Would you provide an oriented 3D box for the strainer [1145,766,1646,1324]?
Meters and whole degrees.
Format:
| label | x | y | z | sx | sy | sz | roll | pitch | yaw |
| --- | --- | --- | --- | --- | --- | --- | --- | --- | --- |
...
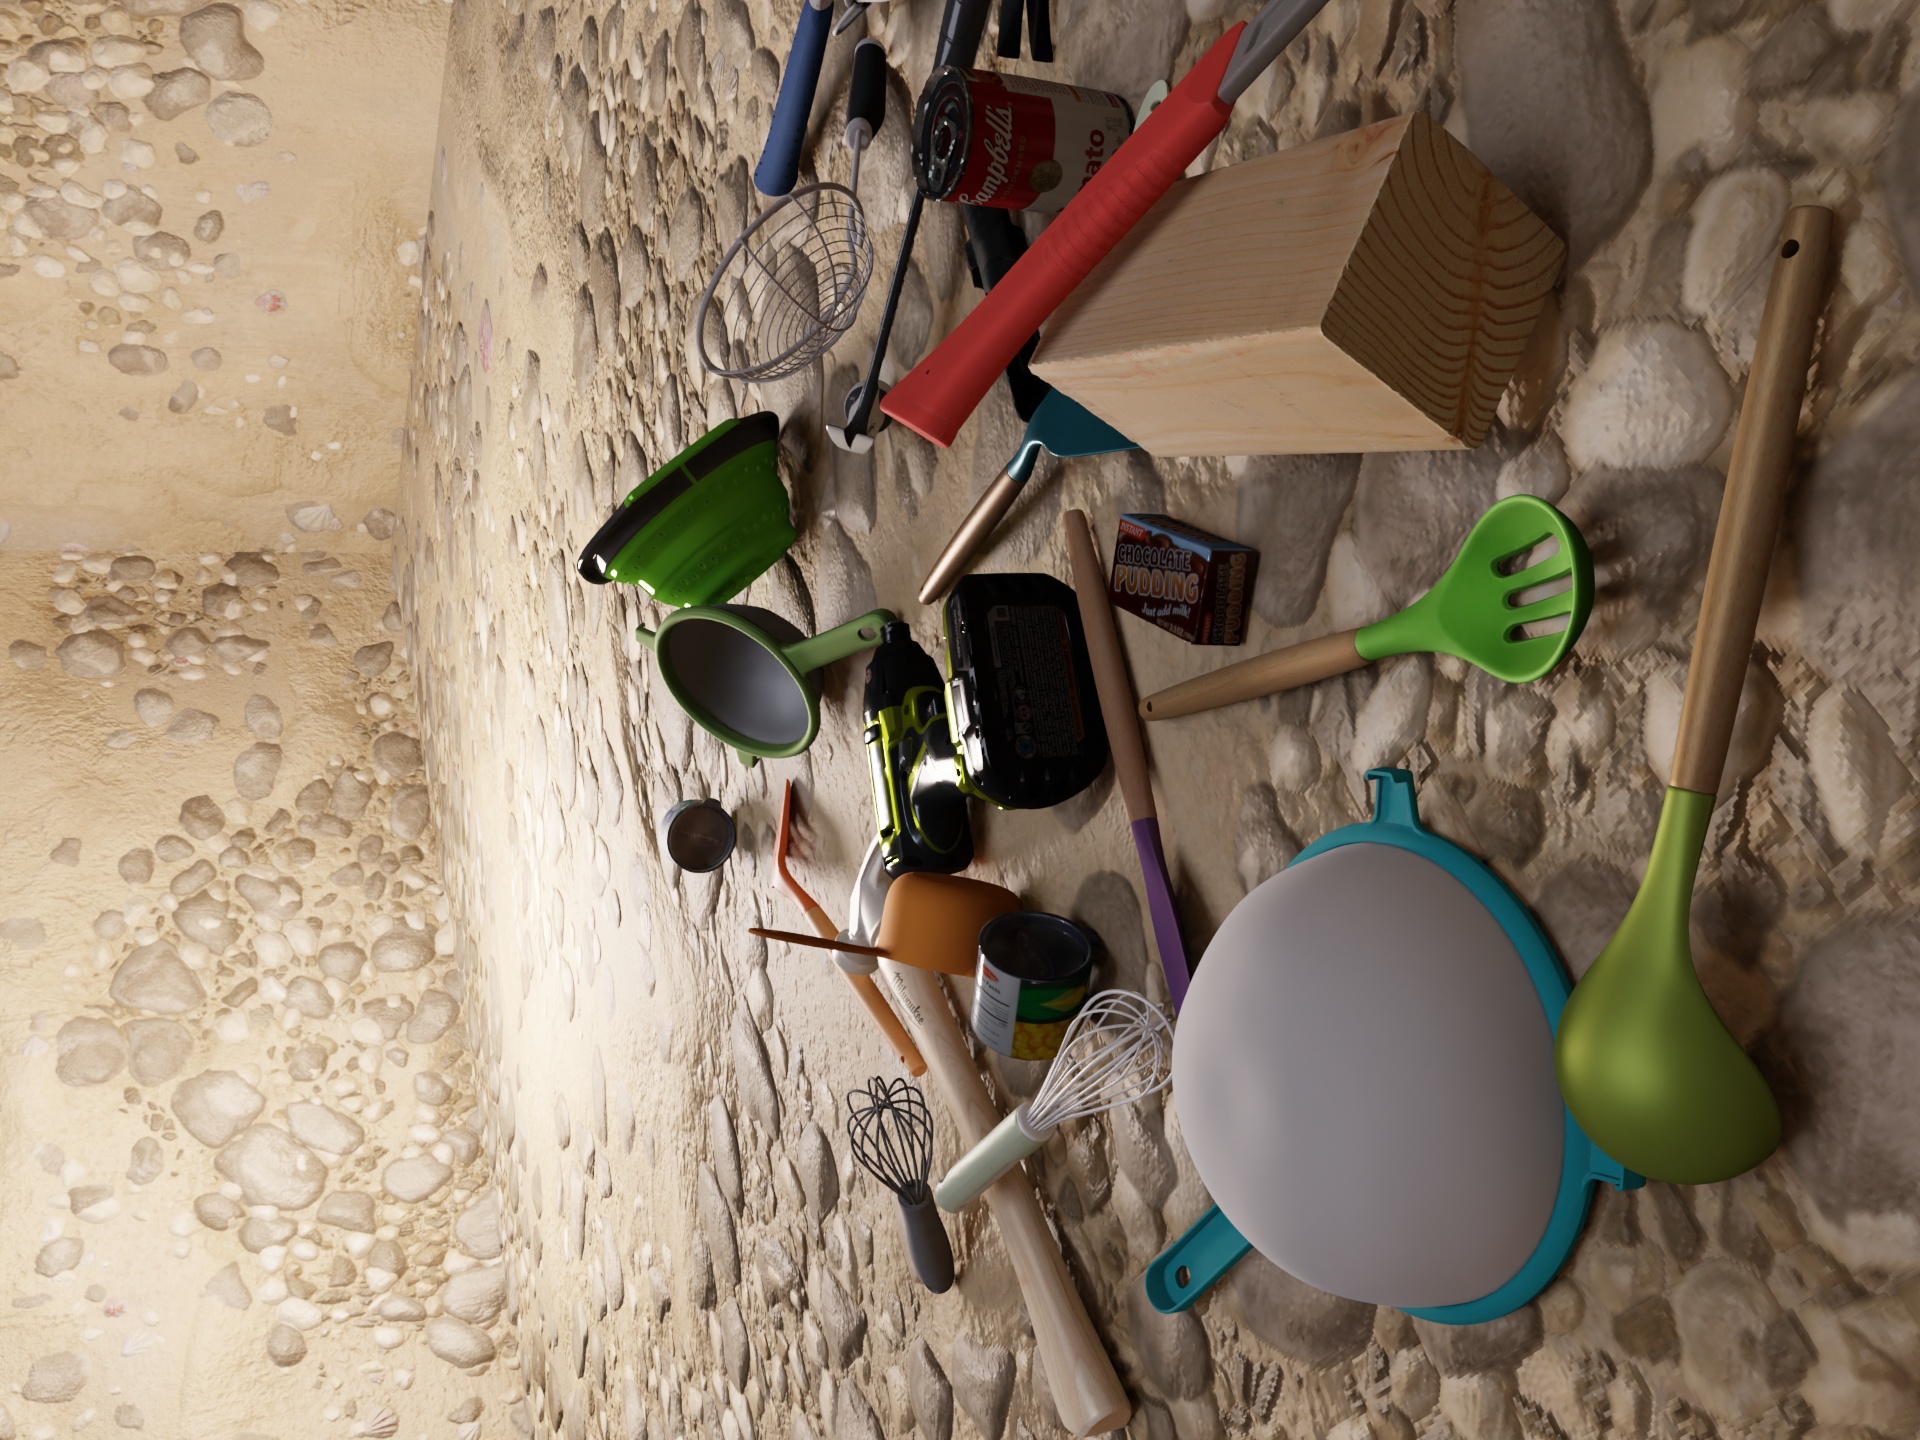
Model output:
| label | x | y | z | sx | sy | sz | roll | pitch | yaw |
| --- | --- | --- | --- | --- | --- | --- | --- | --- | --- |
| strainer | 0.131 | 0.192 | 0.708 | 0.340 | 0.095 | 0.211 | -63 | 39 | 42 |

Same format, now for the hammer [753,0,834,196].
| label | x | y | z | sx | sy | sz | roll | pitch | yaw |
| --- | --- | --- | --- | --- | --- | --- | --- | --- | --- |
| hammer | -0.096 | -0.498 | 1.083 | 0.405 | 0.035 | 0.144 | 127 | 162 | -64 |

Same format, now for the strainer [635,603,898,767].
| label | x | y | z | sx | sy | sz | roll | pitch | yaw |
| --- | --- | --- | --- | --- | --- | --- | --- | --- | --- |
| strainer | -0.127 | -0.058 | 1.226 | 0.256 | 0.069 | 0.151 | -18 | 118 | 43 |

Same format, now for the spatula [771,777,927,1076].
| label | x | y | z | sx | sy | sz | roll | pitch | yaw |
| --- | --- | --- | --- | --- | --- | --- | --- | --- | --- |
| spatula | -0.096 | 0.163 | 1.236 | 0.323 | 0.041 | 0.081 | 48 | 134 | 46 |

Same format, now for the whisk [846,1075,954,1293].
| label | x | y | z | sx | sy | sz | roll | pitch | yaw |
| --- | --- | --- | --- | --- | --- | --- | --- | --- | --- |
| whisk | -0.032 | 0.305 | 1.020 | 0.055 | 0.055 | 0.238 | -124 | 17 | -46 |

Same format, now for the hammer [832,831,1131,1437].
| label | x | y | z | sx | sy | sz | roll | pitch | yaw |
| --- | --- | --- | --- | --- | --- | --- | --- | --- | --- |
| hammer | 0.012 | 0.247 | 1.014 | 0.411 | 0.038 | 0.146 | 61 | 142 | 40 |

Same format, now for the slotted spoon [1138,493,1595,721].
| label | x | y | z | sx | sy | sz | roll | pitch | yaw |
| --- | --- | --- | --- | --- | --- | --- | --- | --- | --- |
| slotted spoon | 0.164 | -0.031 | 0.701 | 0.314 | 0.031 | 0.070 | 159 | 106 | -64 |

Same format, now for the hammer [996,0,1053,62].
| label | x | y | z | sx | sy | sz | roll | pitch | yaw |
| --- | --- | --- | --- | --- | --- | --- | --- | --- | --- |
| hammer | 0.088 | -0.401 | 0.754 | 0.337 | 0.034 | 0.127 | -140 | 53 | -67 |

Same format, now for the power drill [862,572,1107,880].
| label | x | y | z | sx | sy | sz | roll | pitch | yaw |
| --- | --- | --- | --- | --- | --- | --- | --- | --- | --- |
| power drill | -0.002 | -0.003 | 0.978 | 0.223 | 0.080 | 0.171 | 147 | 117 | -63 |

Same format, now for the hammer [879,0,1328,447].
| label | x | y | z | sx | sy | sz | roll | pitch | yaw |
| --- | --- | --- | --- | --- | --- | --- | --- | --- | --- |
| hammer | 0.086 | -0.247 | 0.662 | 0.359 | 0.036 | 0.149 | -42 | 34 | 34 |

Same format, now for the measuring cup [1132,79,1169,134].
| label | x | y | z | sx | sy | sz | roll | pitch | yaw |
| --- | --- | --- | --- | --- | --- | --- | --- | --- | --- |
| measuring cup | 0.098 | -0.245 | 0.811 | 0.083 | 0.038 | 0.168 | -3 | 71 | 48 |

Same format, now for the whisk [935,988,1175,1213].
| label | x | y | z | sx | sy | sz | roll | pitch | yaw |
| --- | --- | --- | --- | --- | --- | --- | --- | --- | --- |
| whisk | 0.047 | 0.223 | 0.895 | 0.059 | 0.058 | 0.246 | 49 | 133 | 13 |

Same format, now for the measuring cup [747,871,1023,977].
| label | x | y | z | sx | sy | sz | roll | pitch | yaw |
| --- | --- | --- | --- | --- | --- | --- | --- | --- | --- |
| measuring cup | -0.042 | 0.116 | 0.959 | 0.095 | 0.173 | 0.052 | 11 | 90 | 65 |

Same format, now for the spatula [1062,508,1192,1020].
| label | x | y | z | sx | sy | sz | roll | pitch | yaw |
| --- | --- | --- | --- | --- | --- | --- | --- | --- | --- |
| spatula | 0.092 | 0.029 | 0.849 | 0.059 | 0.018 | 0.316 | 87 | 173 | -71 |

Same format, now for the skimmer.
| label | x | y | z | sx | sy | sz | roll | pitch | yaw |
| --- | --- | --- | --- | --- | --- | --- | --- | --- | --- |
| skimmer | -0.095 | -0.342 | 0.988 | 0.127 | 0.090 | 0.364 | 115 | 163 | -45 |

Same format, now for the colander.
| label | x | y | z | sx | sy | sz | roll | pitch | yaw |
| --- | --- | --- | --- | --- | --- | --- | --- | --- | --- |
| colander | -0.217 | -0.142 | 1.368 | 0.094 | 0.204 | 0.397 | 51 | 168 | -2 |

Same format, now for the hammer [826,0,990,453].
| label | x | y | z | sx | sy | sz | roll | pitch | yaw |
| --- | --- | --- | --- | --- | --- | --- | --- | --- | --- |
| hammer | -0.018 | -0.357 | 0.981 | 0.149 | 0.036 | 0.408 | -80 | 6 | -65 |

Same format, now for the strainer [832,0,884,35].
| label | x | y | z | sx | sy | sz | roll | pitch | yaw |
| --- | --- | --- | --- | --- | --- | --- | --- | --- | --- |
| strainer | -0.023 | -0.558 | 1.011 | 0.258 | 0.050 | 0.087 | -68 | -7 | 30 |

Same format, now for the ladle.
| label | x | y | z | sx | sy | sz | roll | pitch | yaw |
| --- | --- | --- | --- | --- | --- | --- | --- | --- | --- |
| ladle | 0.254 | -0.002 | 0.522 | 0.078 | 0.062 | 0.320 | 20 | 103 | 61 |

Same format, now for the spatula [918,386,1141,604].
| label | x | y | z | sx | sy | sz | roll | pitch | yaw |
| --- | --- | --- | --- | --- | --- | --- | --- | --- | --- |
| spatula | 0.036 | -0.132 | 0.941 | 0.317 | 0.044 | 0.082 | 135 | 143 | -63 |
